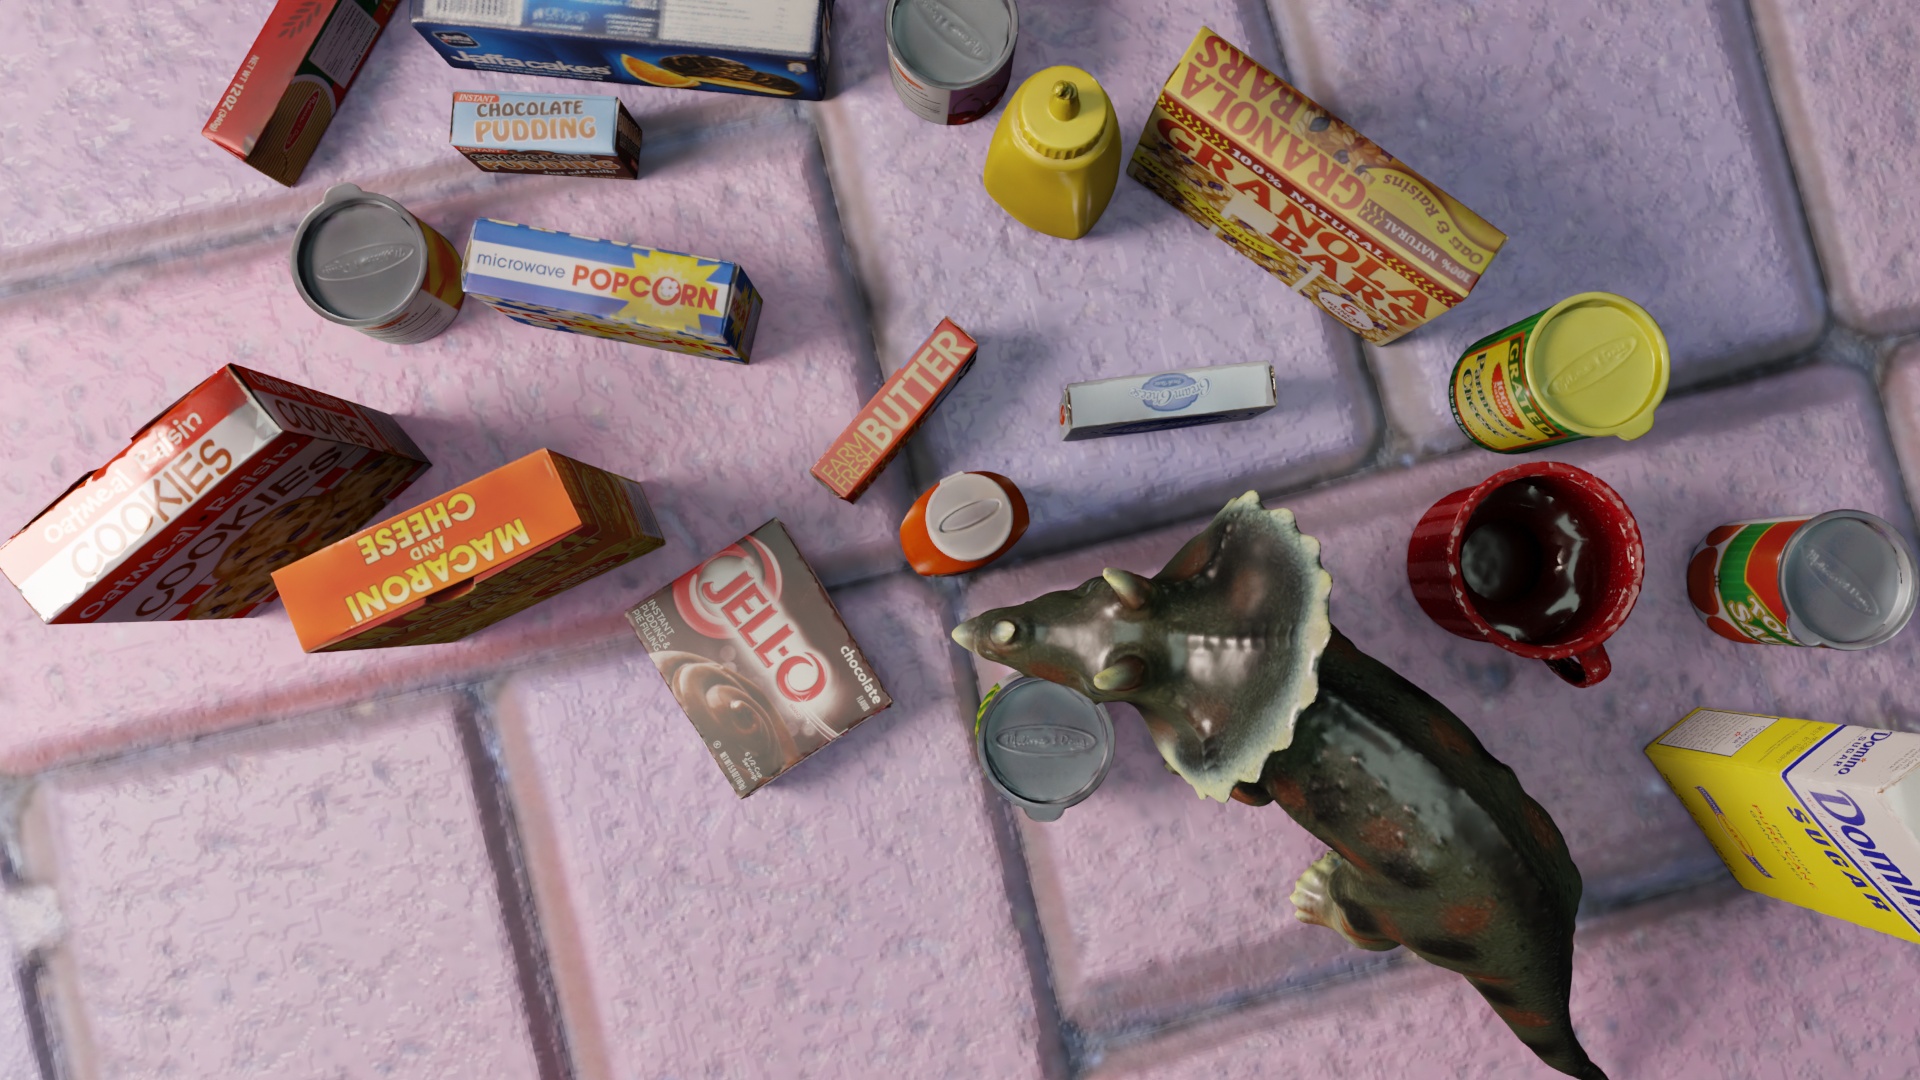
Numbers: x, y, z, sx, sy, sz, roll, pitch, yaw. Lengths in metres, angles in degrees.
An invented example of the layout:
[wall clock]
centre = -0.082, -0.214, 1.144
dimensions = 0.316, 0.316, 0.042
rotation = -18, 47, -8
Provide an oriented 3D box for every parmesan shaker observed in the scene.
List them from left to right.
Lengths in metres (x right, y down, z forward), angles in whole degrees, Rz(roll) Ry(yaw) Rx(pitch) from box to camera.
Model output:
[parmesan shaker]
centre = 0.290, -0.076, 0.680
dimensions = 0.071, 0.103, 0.071
rotation = 0, 88, -1

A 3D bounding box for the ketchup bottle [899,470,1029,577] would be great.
[ketchup bottle]
centre = 0.002, -0.008, 0.649
dimensions = 0.065, 0.149, 0.043
rotation = -24, 88, -2

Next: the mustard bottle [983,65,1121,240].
[mustard bottle]
centre = 0.046, -0.186, 0.653
dimensions = 0.065, 0.160, 0.049
rotation = 28, 88, 0

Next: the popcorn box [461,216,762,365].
[popcorn box]
centre = -0.168, -0.121, 0.684
dimensions = 0.127, 0.085, 0.038
rotation = 10, 88, 0

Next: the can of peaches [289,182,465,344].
[can of peaches]
centre = -0.290, -0.137, 0.696
dimensions = 0.071, 0.058, 0.071
rotation = 0, 87, -1

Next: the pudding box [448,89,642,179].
[pudding box]
centre = -0.209, -0.206, 0.705
dimensions = 0.084, 0.049, 0.030
rotation = 3, 88, -1

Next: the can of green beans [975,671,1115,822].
[can of green beans]
centre = 0.040, 0.097, 0.690
dimensions = 0.071, 0.058, 0.071
rotation = 0, 87, -1

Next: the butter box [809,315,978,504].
[butter box]
centre = -0.032, -0.064, 0.699
dimensions = 0.024, 0.053, 0.103
rotation = 41, 87, 1

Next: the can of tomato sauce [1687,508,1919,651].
[can of tomato sauce]
centre = 0.412, 0.022, 0.687
dimensions = 0.071, 0.083, 0.071
rotation = 0, 88, -1

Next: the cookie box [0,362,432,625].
[cookie box]
centre = -0.330, -0.017, 0.635
dimensions = 0.123, 0.167, 0.040
rotation = -41, 89, -2

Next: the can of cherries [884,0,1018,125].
[can of cherries]
centre = -0.002, -0.253, 0.706
dimensions = 0.071, 0.058, 0.071
rotation = 0, 87, -1

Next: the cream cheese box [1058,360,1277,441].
[cream cheese box]
centre = 0.102, -0.070, 0.701
dimensions = 0.104, 0.053, 0.024
rotation = -7, 88, -1

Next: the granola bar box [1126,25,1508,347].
[granola bar box]
centre = 0.164, -0.164, 0.672
dimensions = 0.165, 0.124, 0.039
rotation = 35, 88, 1

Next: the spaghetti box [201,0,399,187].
[spaghetti box]
centre = -0.301, -0.299, 0.708
dimensions = 0.029, 0.050, 0.250
rotation = 28, 87, 0

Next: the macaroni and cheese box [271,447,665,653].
[macaroni and cheese box]
centre = -0.213, 0.008, 0.636
dimensions = 0.124, 0.166, 0.040
rotation = -25, 88, -2
